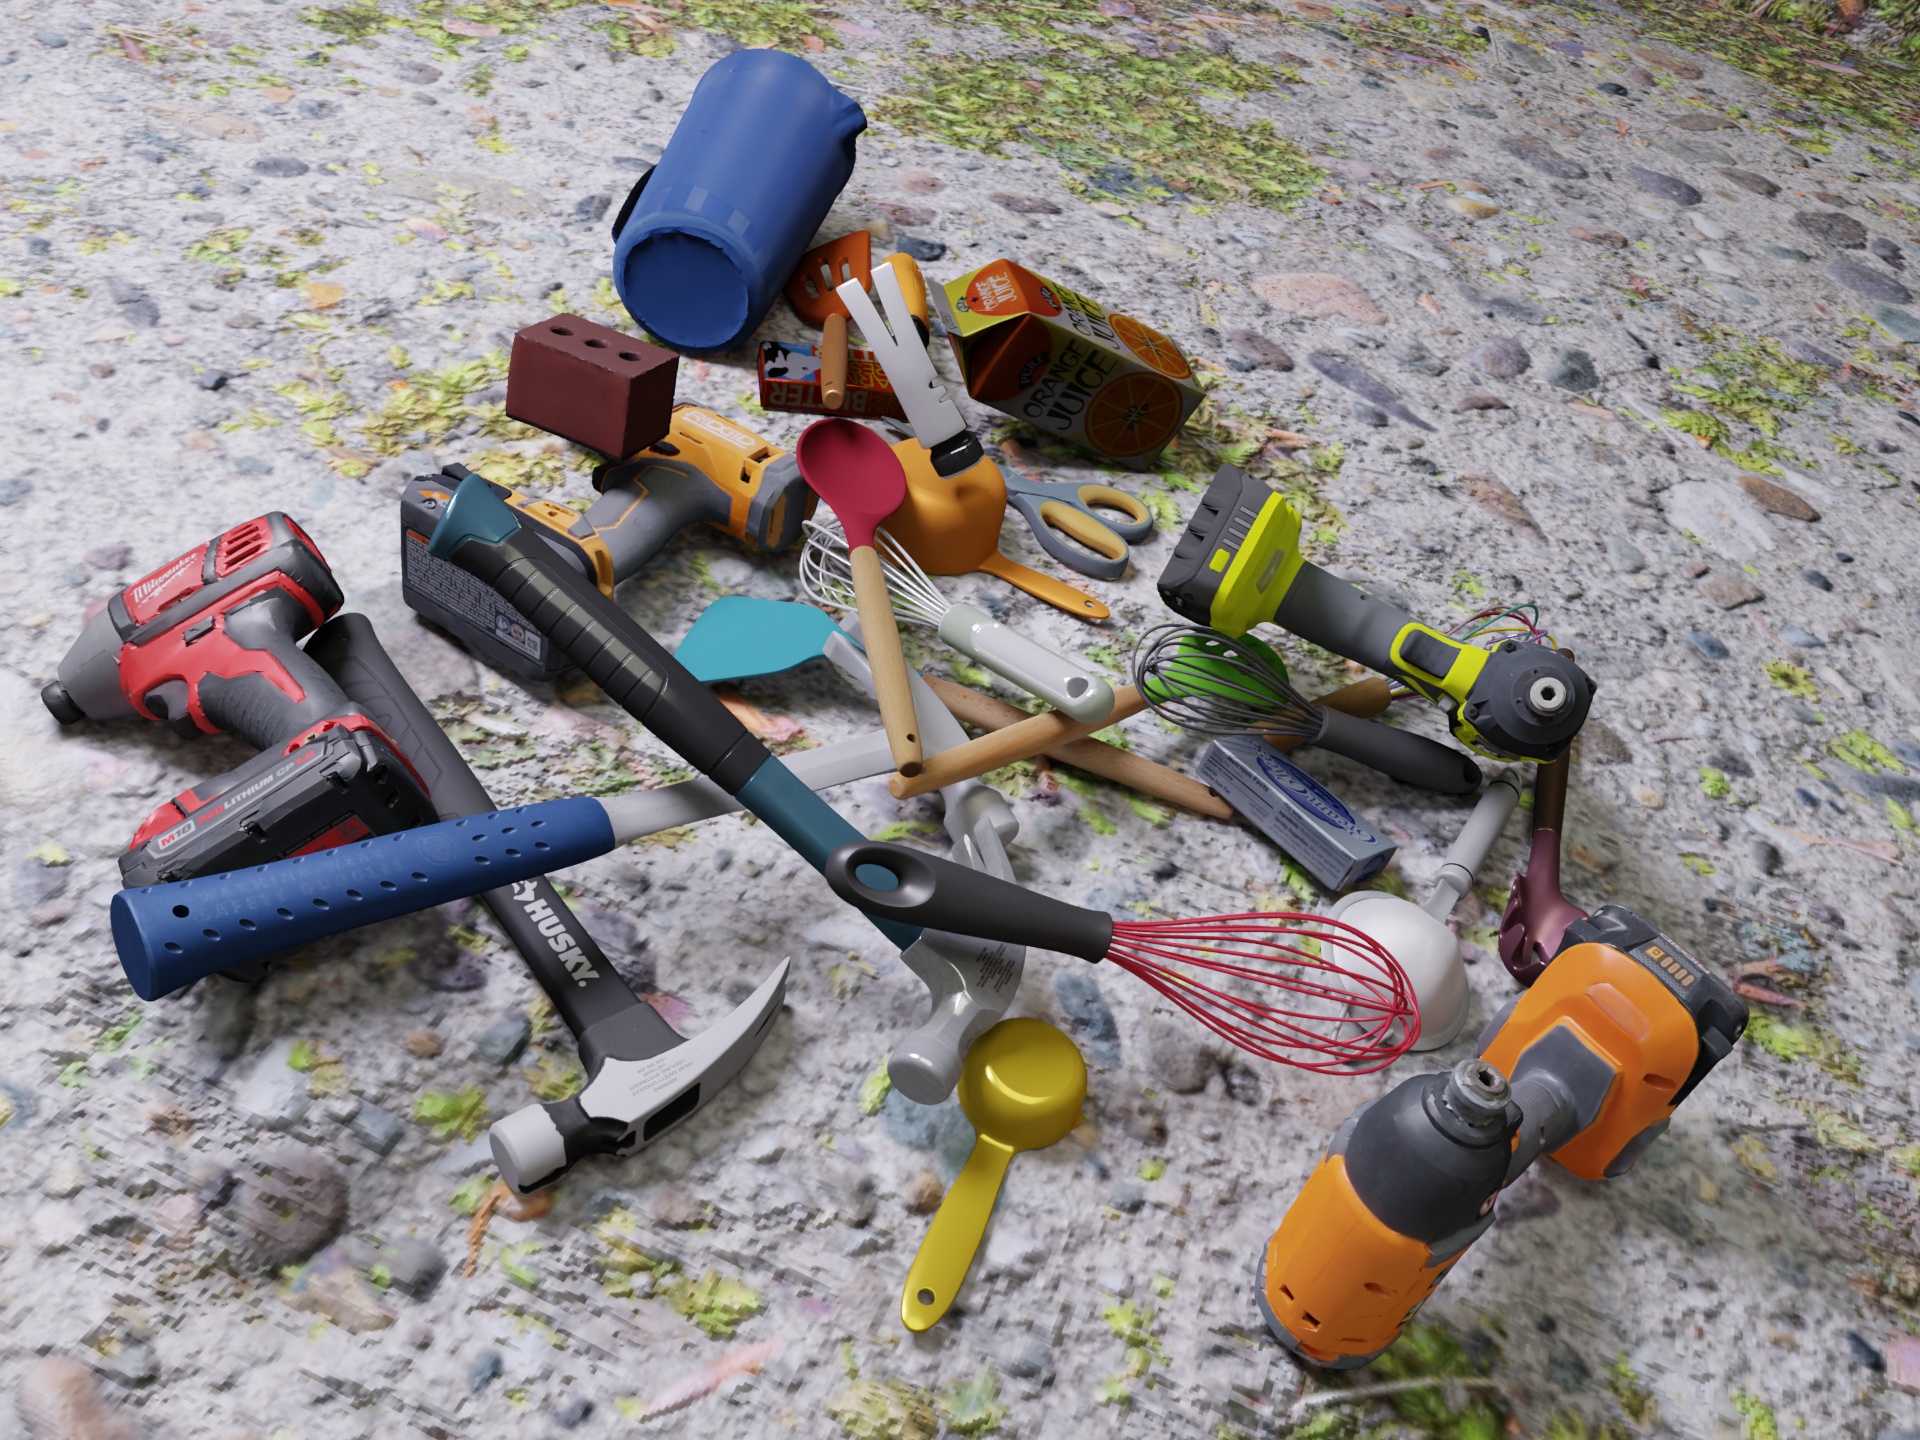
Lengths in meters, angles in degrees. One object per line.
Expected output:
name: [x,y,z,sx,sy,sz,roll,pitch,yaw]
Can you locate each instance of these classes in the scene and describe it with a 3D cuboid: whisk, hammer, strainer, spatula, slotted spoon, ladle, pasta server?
whisk: [0.079,0.100,0.707,0.295,0.073,0.073,17,41,-17]
hammer: [-0.151,0.039,0.699,0.405,0.035,0.144,-14,64,-43]
strainer: [0.258,0.088,0.840,0.087,0.050,0.258,42,44,6]
hammer: [-0.037,-0.267,1.048,0.034,0.127,0.337,-26,26,8]
whisk: [0.196,0.000,0.877,0.238,0.055,0.055,18,39,-24]
hammer: [-0.102,0.015,0.698,0.331,0.033,0.128,42,45,-3]
whisk: [-0.008,-0.057,0.873,0.247,0.059,0.058,32,78,38]
spatula: [-0.088,-0.267,1.065,0.081,0.041,0.323,-22,27,7]
slotted spoon: [0.080,-0.005,0.858,0.313,0.031,0.070,-19,52,-42]
ladle: [-0.046,-0.072,0.830,0.069,0.031,0.316,14,33,-20]
pasta server: [0.341,0.046,0.907,0.060,0.040,0.316,31,42,-1]
spatula: [-0.001,-0.003,0.875,0.317,0.044,0.082,22,42,0]
whisk: [0.270,-0.022,0.957,0.245,0.051,0.047,-19,58,-28]
hammer: [-0.216,0.057,0.741,0.146,0.035,0.335,-23,54,-33]

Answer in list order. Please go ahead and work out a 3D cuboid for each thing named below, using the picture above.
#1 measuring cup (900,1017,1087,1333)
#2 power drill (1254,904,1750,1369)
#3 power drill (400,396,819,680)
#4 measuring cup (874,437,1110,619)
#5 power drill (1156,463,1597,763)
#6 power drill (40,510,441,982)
measuring cup: [0.011,0.186,0.670,0.062,0.029,0.157,23,41,9]
power drill: [0.231,0.162,0.663,0.226,0.164,0.084,-21,53,-35]
power drill: [-0.215,-0.128,0.908,0.185,0.084,0.226,29,40,18]
measuring cup: [0.021,-0.118,0.978,0.174,0.052,0.095,28,44,17]
power drill: [0.223,-0.049,0.848,0.223,0.080,0.171,29,3,11]
power drill: [-0.333,0.004,0.721,0.143,0.078,0.220,-33,51,-10]
